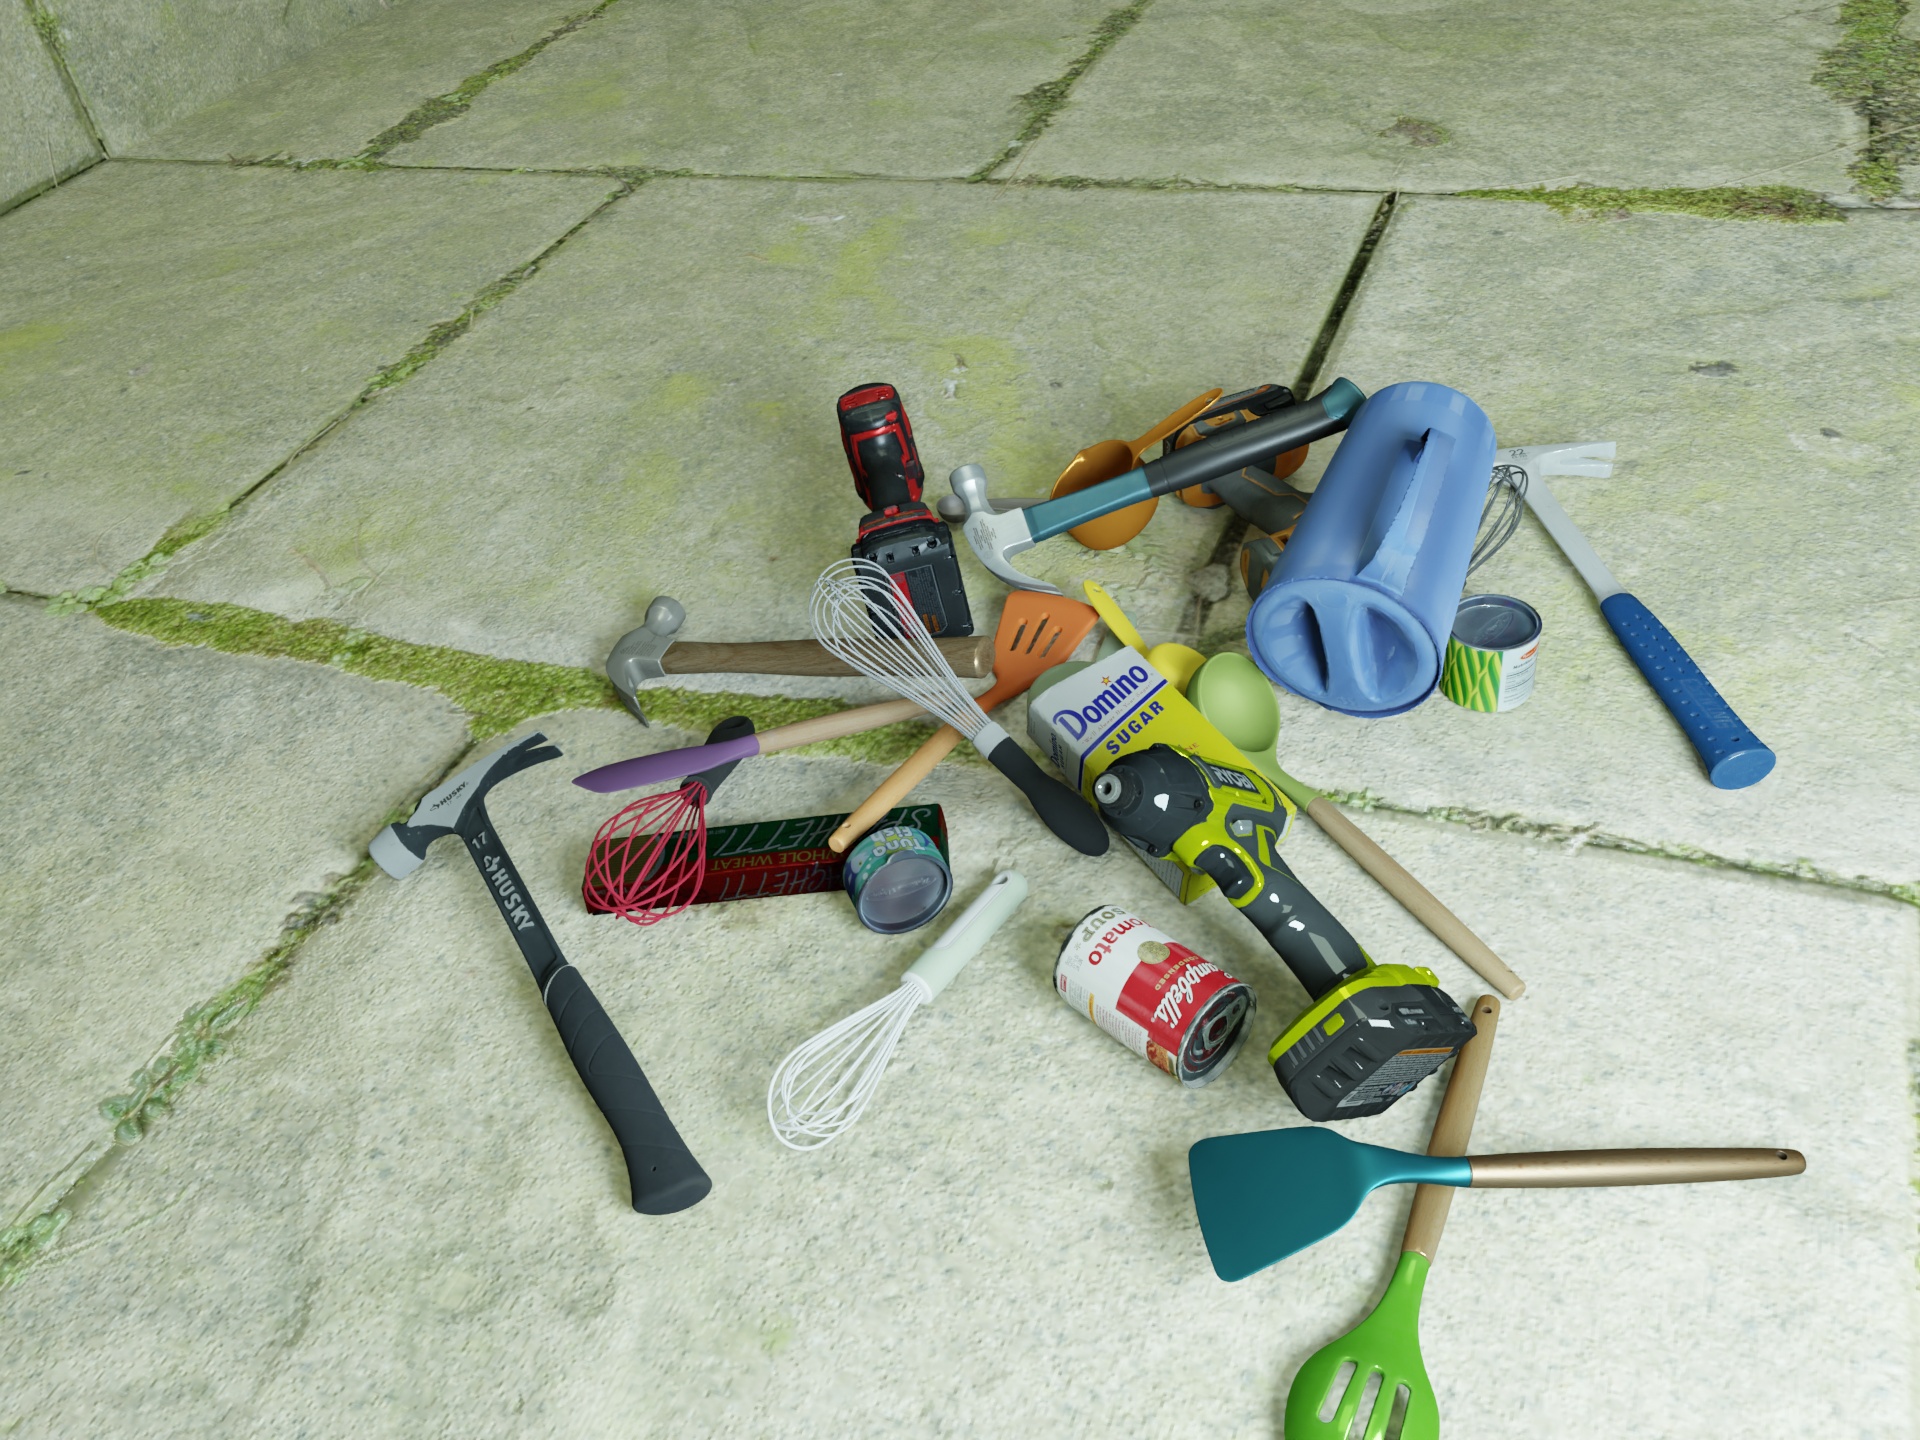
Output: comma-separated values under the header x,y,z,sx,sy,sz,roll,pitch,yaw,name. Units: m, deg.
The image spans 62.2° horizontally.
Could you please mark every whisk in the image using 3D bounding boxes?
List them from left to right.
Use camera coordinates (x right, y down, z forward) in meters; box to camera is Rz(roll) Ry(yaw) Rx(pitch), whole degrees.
x,y,z,sx,sy,sz,roll,pitch,yaw,name
-0.186,0.056,1.079,0.073,0.073,0.296,-2,21,9,whisk
-0.033,0.168,0.971,0.058,0.059,0.246,-9,25,46,whisk
-0.001,-0.009,1.099,0.285,0.070,0.070,44,59,15,whisk
0.364,-0.106,1.191,0.055,0.055,0.239,20,62,31,whisk

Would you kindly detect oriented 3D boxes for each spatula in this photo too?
x,y,z,sx,sy,sz,roll,pitch,yaw,name
-0.125,0.012,1.108,0.316,0.018,0.060,-14,19,-40,spatula
-0.002,-0.004,1.151,0.081,0.041,0.323,15,37,26,spatula
0.279,0.236,0.815,0.317,0.044,0.082,1,39,-7,spatula

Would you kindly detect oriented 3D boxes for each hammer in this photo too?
x,y,z,sx,sy,sz,roll,pitch,yaw,name
-0.258,0.155,1.017,0.149,0.036,0.409,-40,49,-5,hammer
-0.130,-0.047,1.224,0.331,0.031,0.130,1,43,26,hammer
0.160,-0.195,1.256,0.331,0.033,0.128,-20,75,11,hammer
0.491,-0.096,1.186,0.144,0.035,0.406,-10,40,0,hammer

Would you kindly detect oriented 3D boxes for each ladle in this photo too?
x,y,z,sx,sy,sz,roll,pitch,yaw,name
0.252,0.061,1.033,0.078,0.062,0.320,0,34,-36,ladle

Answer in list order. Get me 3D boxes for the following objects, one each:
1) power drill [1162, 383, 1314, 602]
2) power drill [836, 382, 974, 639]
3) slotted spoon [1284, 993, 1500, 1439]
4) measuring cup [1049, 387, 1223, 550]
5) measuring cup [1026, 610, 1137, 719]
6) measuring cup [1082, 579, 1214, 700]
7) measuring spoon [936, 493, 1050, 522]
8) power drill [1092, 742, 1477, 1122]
x,y,z,sx,sy,sz,roll,pitch,yaw,name
0.286,-0.187,1.304,0.185,0.084,0.226,-18,45,-10,power drill
-0.051,-0.162,1.302,0.078,0.143,0.220,-14,46,1,power drill
0.240,0.257,0.824,0.070,0.031,0.314,16,44,21,slotted spoon
0.156,-0.208,1.319,0.173,0.052,0.095,-34,38,19,measuring cup
0.102,-0.042,1.195,0.083,0.038,0.168,9,45,21,measuring cup
0.138,-0.066,1.195,0.062,0.029,0.157,-3,43,-34,measuring cup
0.041,-0.184,1.401,0.124,0.018,0.034,1,40,1,measuring spoon
0.170,0.108,0.887,0.080,0.171,0.223,-48,57,20,power drill
